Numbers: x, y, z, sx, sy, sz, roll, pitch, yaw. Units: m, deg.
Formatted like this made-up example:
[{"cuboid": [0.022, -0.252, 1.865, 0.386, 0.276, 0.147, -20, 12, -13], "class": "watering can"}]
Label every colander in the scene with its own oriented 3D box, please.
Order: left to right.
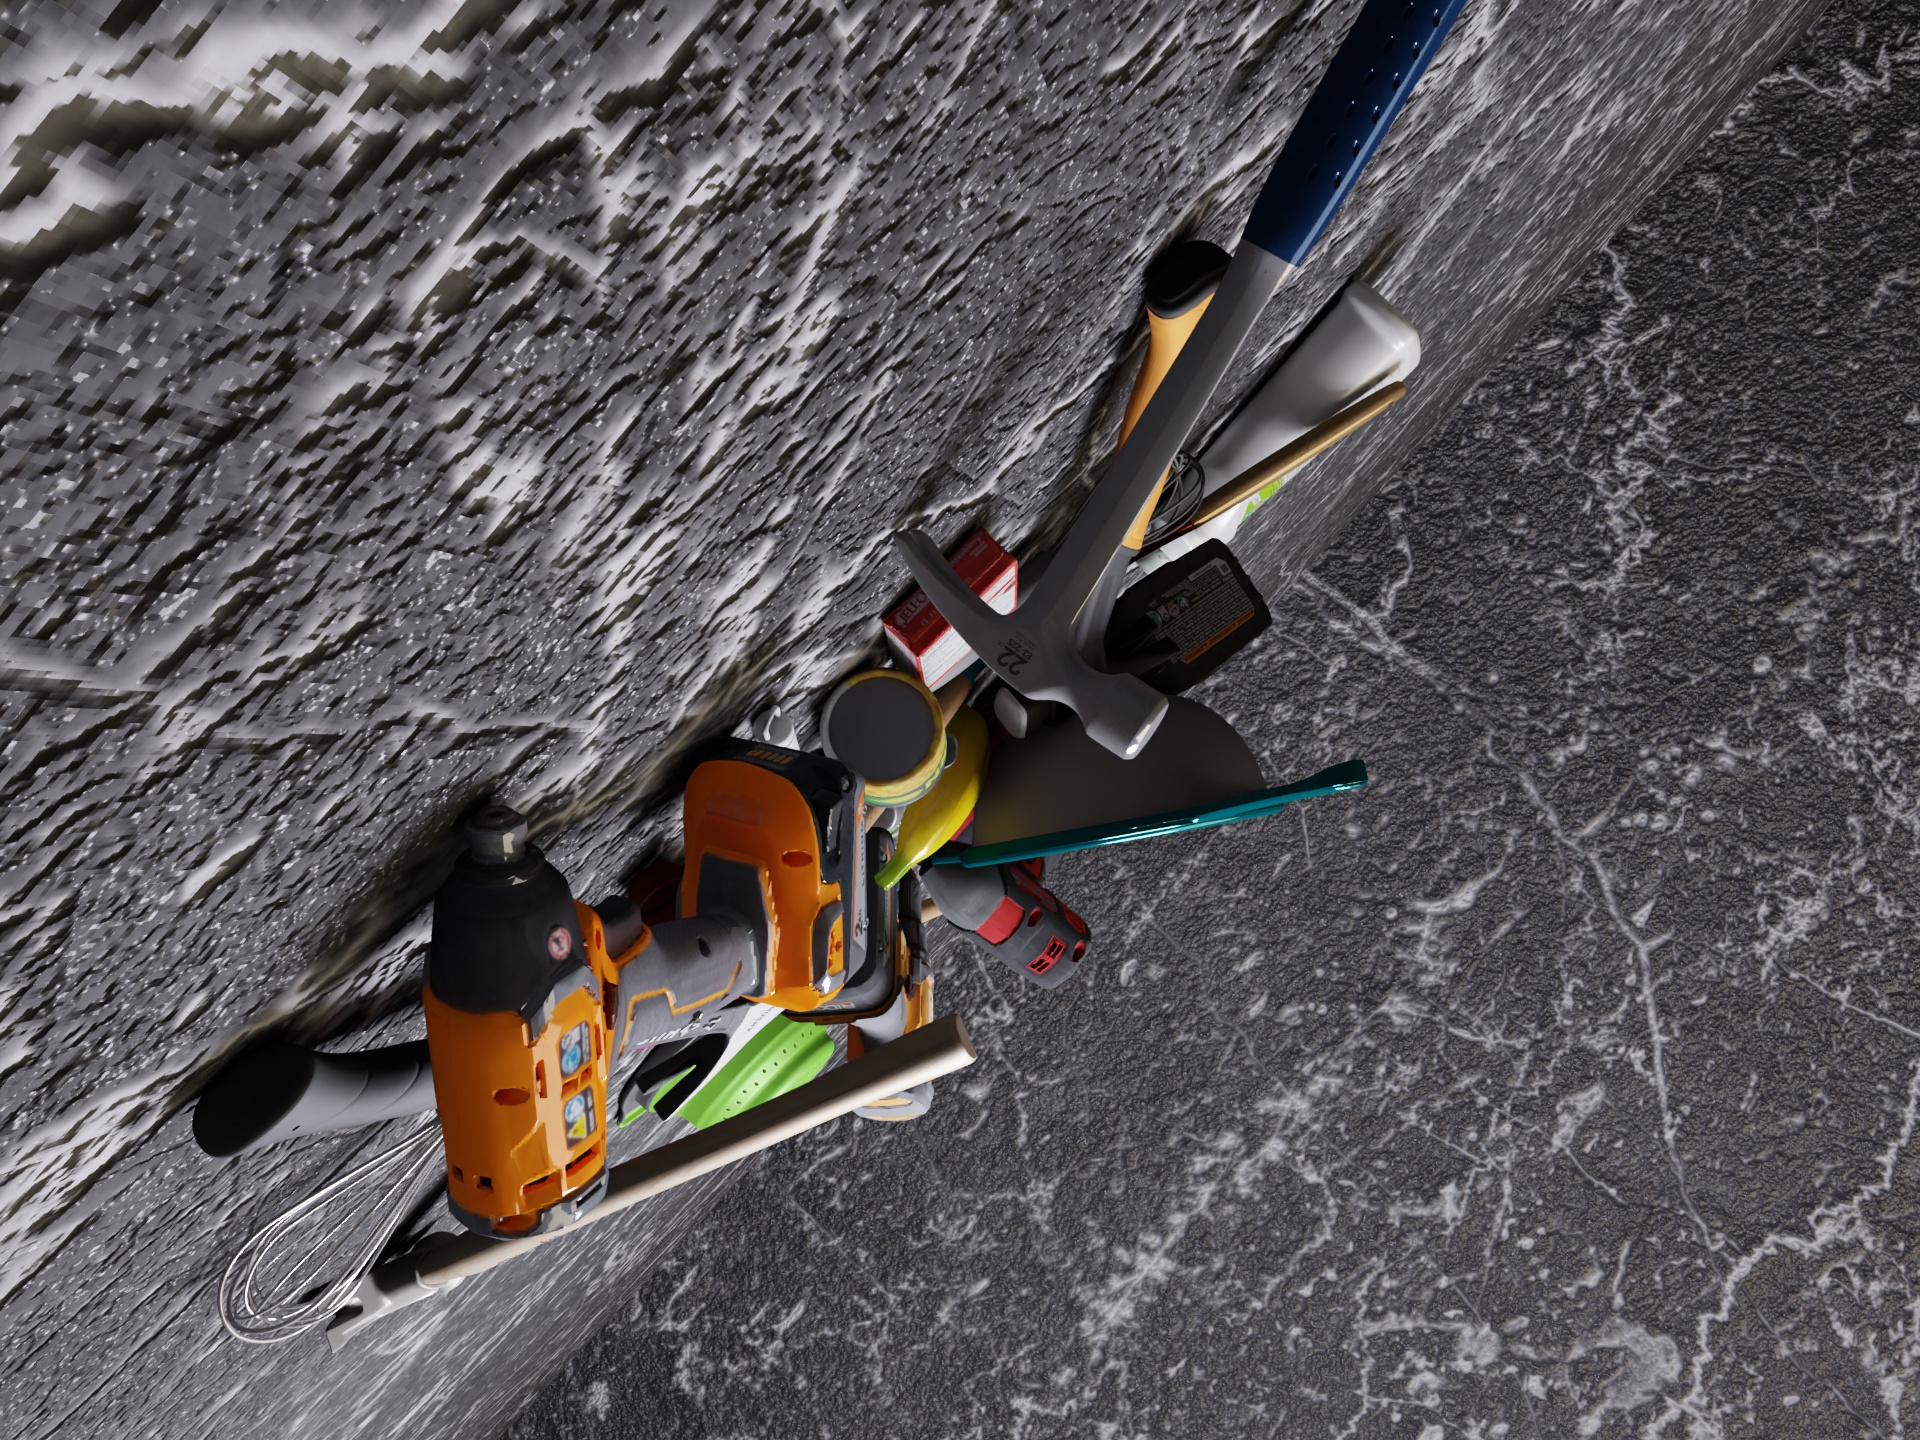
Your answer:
[{"cuboid": [-0.126, 0.217, 1.261, 0.397, 0.094, 0.204, -51, 169, 27], "class": "colander"}]

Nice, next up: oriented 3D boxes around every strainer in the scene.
[{"cuboid": [-0.089, 0.040, 0.859, 0.087, 0.050, 0.258, -58, 171, -16], "class": "strainer"}, {"cuboid": [0.124, 0.022, 0.974, 0.211, 0.095, 0.340, -8, 174, -27], "class": "strainer"}]

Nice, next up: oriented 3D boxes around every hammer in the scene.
[{"cuboid": [-0.187, 0.154, 0.742, 0.149, 0.036, 0.408, -45, 162, 11], "class": "hammer"}, {"cuboid": [-0.184, 0.273, 0.960, 0.410, 0.038, 0.146, -25, 173, 6], "class": "hammer"}, {"cuboid": [0.096, -0.116, 0.854, 0.127, 0.034, 0.336, -28, 154, -25], "class": "hammer"}, {"cuboid": [0.115, -0.185, 0.652, 0.405, 0.144, 0.035, -59, 169, 19], "class": "hammer"}]

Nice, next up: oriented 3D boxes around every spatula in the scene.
[{"cuboid": [-0.002, -0.003, 0.952, 0.318, 0.044, 0.082, -53, 172, -41], "class": "spatula"}]

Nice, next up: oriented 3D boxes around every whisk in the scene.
[{"cuboid": [-0.258, 0.203, 0.786, 0.058, 0.059, 0.246, 8, -137, 44], "class": "whisk"}, {"cuboid": [0.055, -0.087, 0.936, 0.239, 0.055, 0.055, -39, 169, -15], "class": "whisk"}]

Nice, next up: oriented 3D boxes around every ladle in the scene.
[{"cuboid": [0.180, -0.151, 1.105, 0.315, 0.031, 0.069, -33, 171, -6], "class": "ladle"}]

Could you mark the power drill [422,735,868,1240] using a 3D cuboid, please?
[{"cuboid": [-0.126, 0.083, 0.656, 0.226, 0.084, 0.164, -34, 129, -55], "class": "power drill"}]

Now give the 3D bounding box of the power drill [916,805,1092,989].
[{"cuboid": [0.022, 0.104, 1.193, 0.078, 0.143, 0.220, -50, -167, 13], "class": "power drill"}]

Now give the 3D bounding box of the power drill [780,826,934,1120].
[{"cuboid": [-0.063, 0.148, 1.064, 0.226, 0.084, 0.186, 71, 17, -57], "class": "power drill"}]

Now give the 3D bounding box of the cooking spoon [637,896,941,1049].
[{"cuboid": [-0.112, 0.172, 1.153, 0.319, 0.017, 0.068, -17, 138, -44], "class": "cooking spoon"}]

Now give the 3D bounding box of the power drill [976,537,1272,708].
[{"cuboid": [0.119, -0.047, 1.170, 0.171, 0.080, 0.223, -34, -179, -31], "class": "power drill"}]
